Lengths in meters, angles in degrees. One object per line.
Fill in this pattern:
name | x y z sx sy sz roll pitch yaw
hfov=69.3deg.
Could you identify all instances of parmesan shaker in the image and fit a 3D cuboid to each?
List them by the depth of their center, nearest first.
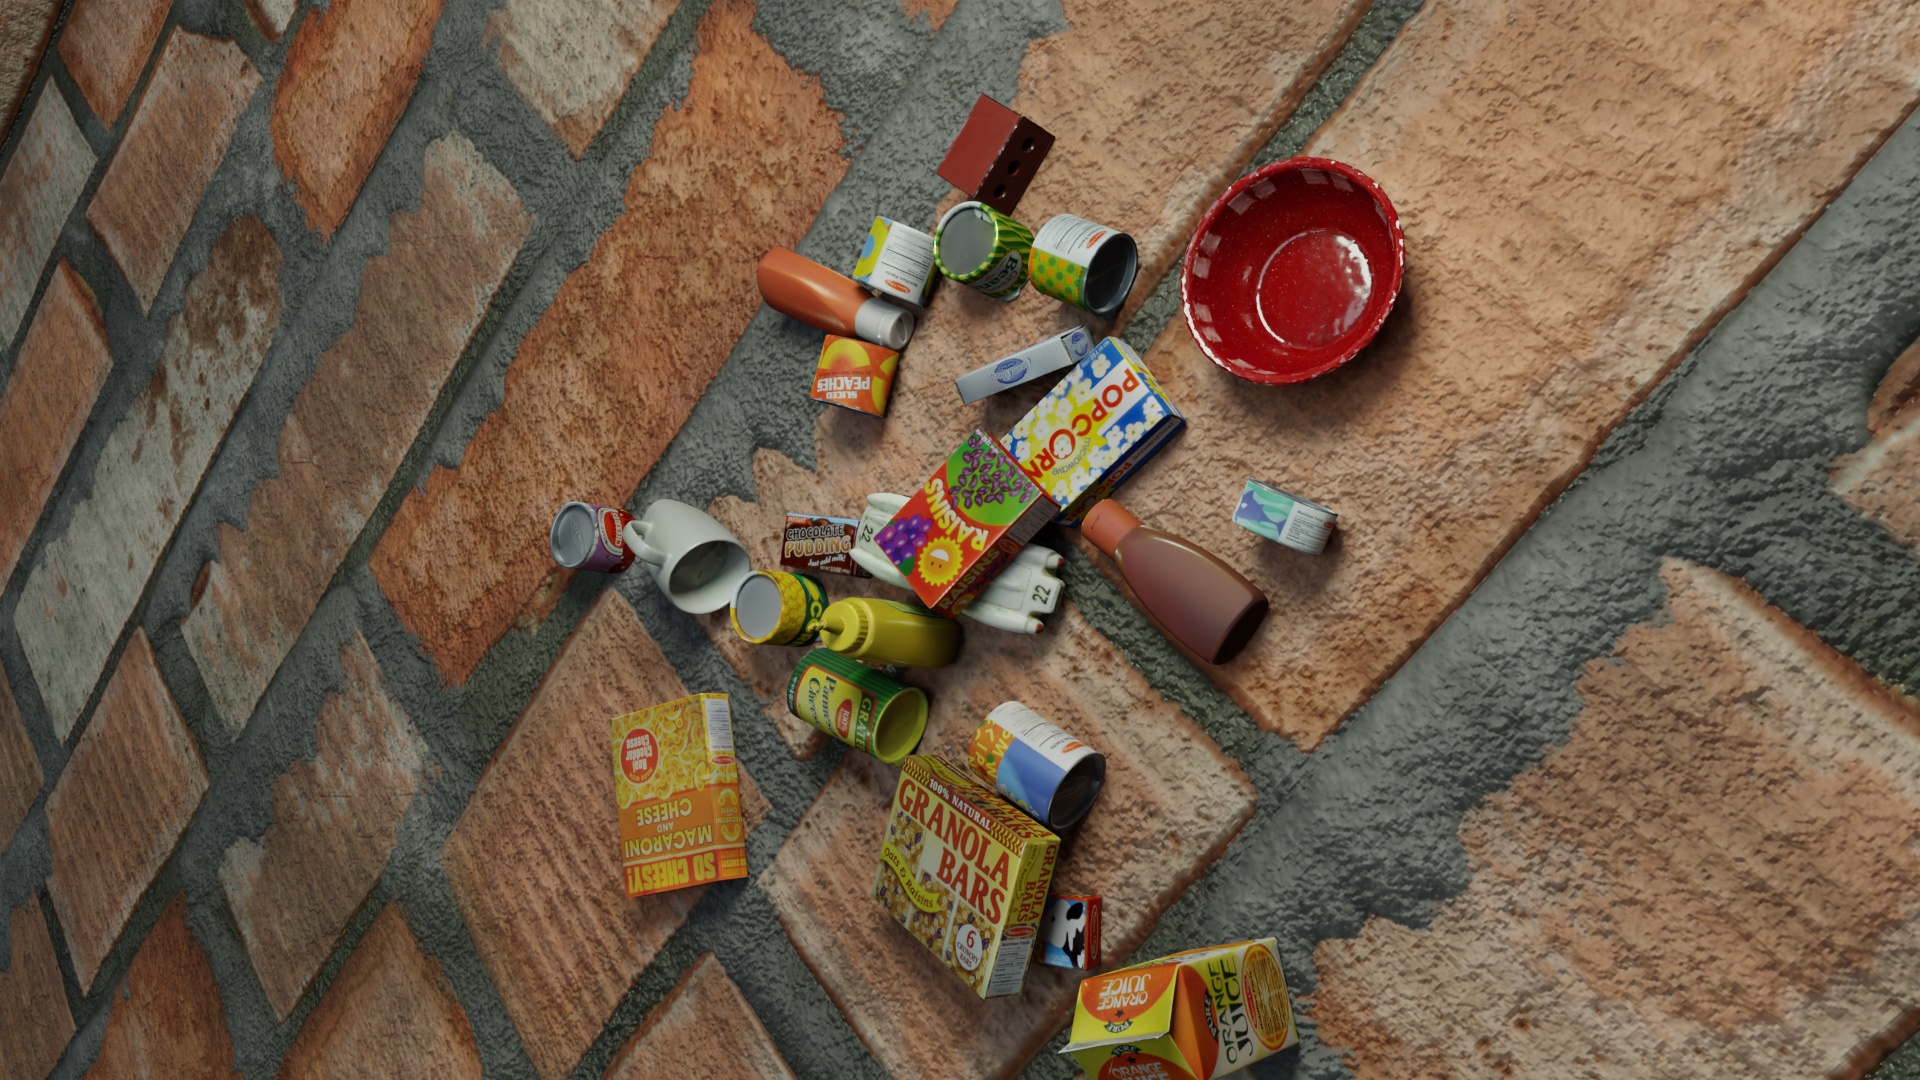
parmesan shaker | -0.087 0.138 1.153 0.103 0.071 0.071 20 95 35

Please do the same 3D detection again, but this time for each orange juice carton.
orange juice carton | 0.142 0.307 0.894 0.071 0.193 0.073 -21 72 32

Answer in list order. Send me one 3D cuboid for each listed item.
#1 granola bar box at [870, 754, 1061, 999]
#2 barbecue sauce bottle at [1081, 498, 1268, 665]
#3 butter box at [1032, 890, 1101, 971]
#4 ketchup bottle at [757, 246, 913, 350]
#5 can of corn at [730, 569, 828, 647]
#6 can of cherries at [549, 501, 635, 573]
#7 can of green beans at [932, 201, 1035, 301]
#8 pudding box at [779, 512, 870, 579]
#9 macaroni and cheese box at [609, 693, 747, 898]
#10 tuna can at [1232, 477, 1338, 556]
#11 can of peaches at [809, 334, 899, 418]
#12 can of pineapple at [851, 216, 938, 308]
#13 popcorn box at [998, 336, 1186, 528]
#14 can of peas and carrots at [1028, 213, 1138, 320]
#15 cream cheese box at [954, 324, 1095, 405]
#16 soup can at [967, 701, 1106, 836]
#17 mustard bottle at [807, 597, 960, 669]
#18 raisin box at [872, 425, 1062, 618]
granola bar box | 0.001 0.251 1.060 0.166 0.039 0.124 24 103 53
barbecue sauce bottle | 0.151 0.024 1.018 0.149 0.044 0.064 41 107 32
butter box | 0.057 0.292 1.057 0.103 0.024 0.053 -2 82 34
ketchup bottle | -0.110 -0.208 1.221 0.149 0.064 0.044 26 64 27
can of corn | -0.157 0.061 1.216 0.071 0.058 0.071 -5 81 34
can of cherries | -0.357 -0.003 1.364 0.071 0.058 0.071 -6 79 34
can of green beans | 0.019 -0.237 1.135 0.071 0.058 0.071 -5 81 34
pudding box | -0.115 0.004 1.212 0.083 0.030 0.049 7 87 35
macaroni and cheese box | -0.259 0.234 1.274 0.123 0.040 0.167 -18 73 31
tuna can | 0.222 -0.017 0.961 0.071 0.071 0.032 28 101 34
can of peaches | -0.091 -0.141 1.191 0.071 0.071 0.058 17 92 35
can of pineapple | -0.052 -0.237 1.181 0.071 0.071 0.057 28 99 34
popcorn box | 0.100 -0.083 1.070 0.126 0.038 0.085 -44 62 22
can of peas and carrots | 0.095 -0.212 1.077 0.059 0.071 0.071 29 100 34
cream cheese box | 0.051 -0.139 1.101 0.103 0.053 0.024 -18 100 32
soup can | 0.056 0.172 1.049 0.084 0.071 0.071 29 101 34
mustard bottle | -0.064 0.071 1.088 0.065 0.160 0.049 17 92 34
raisin box | 0.004 -0.013 1.065 0.123 0.040 0.086 -46 59 7
